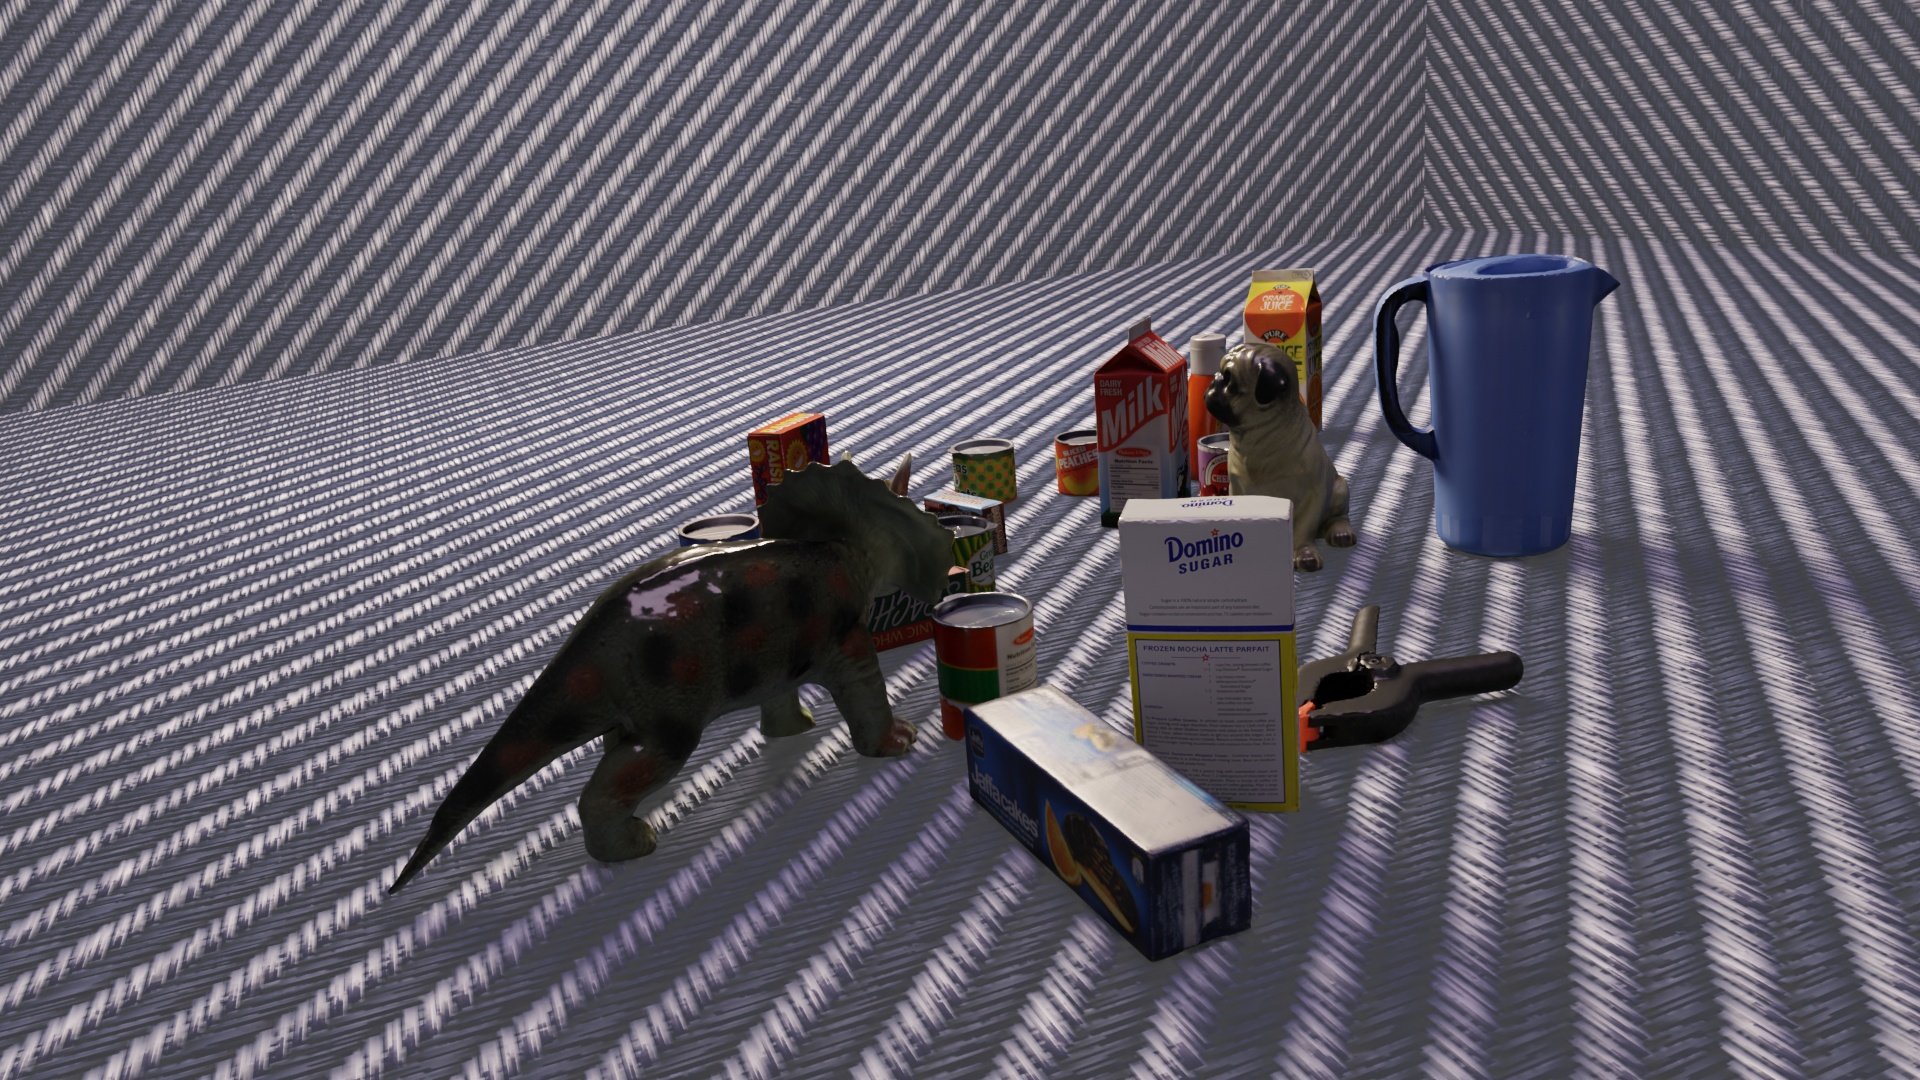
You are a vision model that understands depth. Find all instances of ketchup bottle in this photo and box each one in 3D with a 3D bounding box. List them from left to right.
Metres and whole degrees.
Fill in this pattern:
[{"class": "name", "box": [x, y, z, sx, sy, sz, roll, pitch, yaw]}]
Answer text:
[{"class": "ketchup bottle", "box": [0.259, -0.139, 1.448, 0.043, 0.148, 0.065, 6, 20, 32]}]

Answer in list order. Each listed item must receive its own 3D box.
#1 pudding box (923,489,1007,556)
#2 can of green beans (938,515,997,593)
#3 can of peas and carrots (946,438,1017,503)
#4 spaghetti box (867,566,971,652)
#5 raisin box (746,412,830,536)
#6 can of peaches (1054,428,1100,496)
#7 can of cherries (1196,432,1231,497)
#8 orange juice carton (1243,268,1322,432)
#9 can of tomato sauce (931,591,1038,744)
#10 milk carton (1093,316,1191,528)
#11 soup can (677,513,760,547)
[{"class": "pudding box", "box": [0.005, -0.016, 1.284, 0.030, 0.049, 0.084, -18, 22, -38]}, {"class": "can of green beans", "box": [-0.004, 0.015, 1.170, 0.071, 0.057, 0.071, -4, 17, 1]}, {"class": "can of peas and carrots", "box": [0.023, -0.070, 1.440, 0.071, 0.058, 0.071, -4, 17, 1]}, {"class": "spaghetti box", "box": [-0.105, 0.069, 1.037, 0.251, 0.050, 0.029, -14, 19, -27]}, {"class": "raisin box", "box": [-0.158, -0.052, 1.320, 0.040, 0.123, 0.086, 3, 18, 25]}, {"class": "can of peaches", "box": [0.131, -0.081, 1.447, 0.071, 0.058, 0.071, -4, 17, 1]}, {"class": "can of cherries", "box": [0.269, -0.072, 1.379, 0.071, 0.058, 0.072, -4, 17, 1]}, {"class": "orange juice carton", "box": [0.368, -0.212, 1.581, 0.072, 0.192, 0.073, 4, 19, 28]}, {"class": "can of tomato sauce", "box": [0.016, 0.082, 0.904, 0.071, 0.082, 0.071, -4, 17, 1]}, {"class": "milk carton", "box": [0.172, -0.111, 1.309, 0.073, 0.190, 0.072, 3, 18, 24]}, {"class": "soup can", "box": [-0.193, 0.028, 1.136, 0.071, 0.083, 0.071, -4, 17, 1]}]
